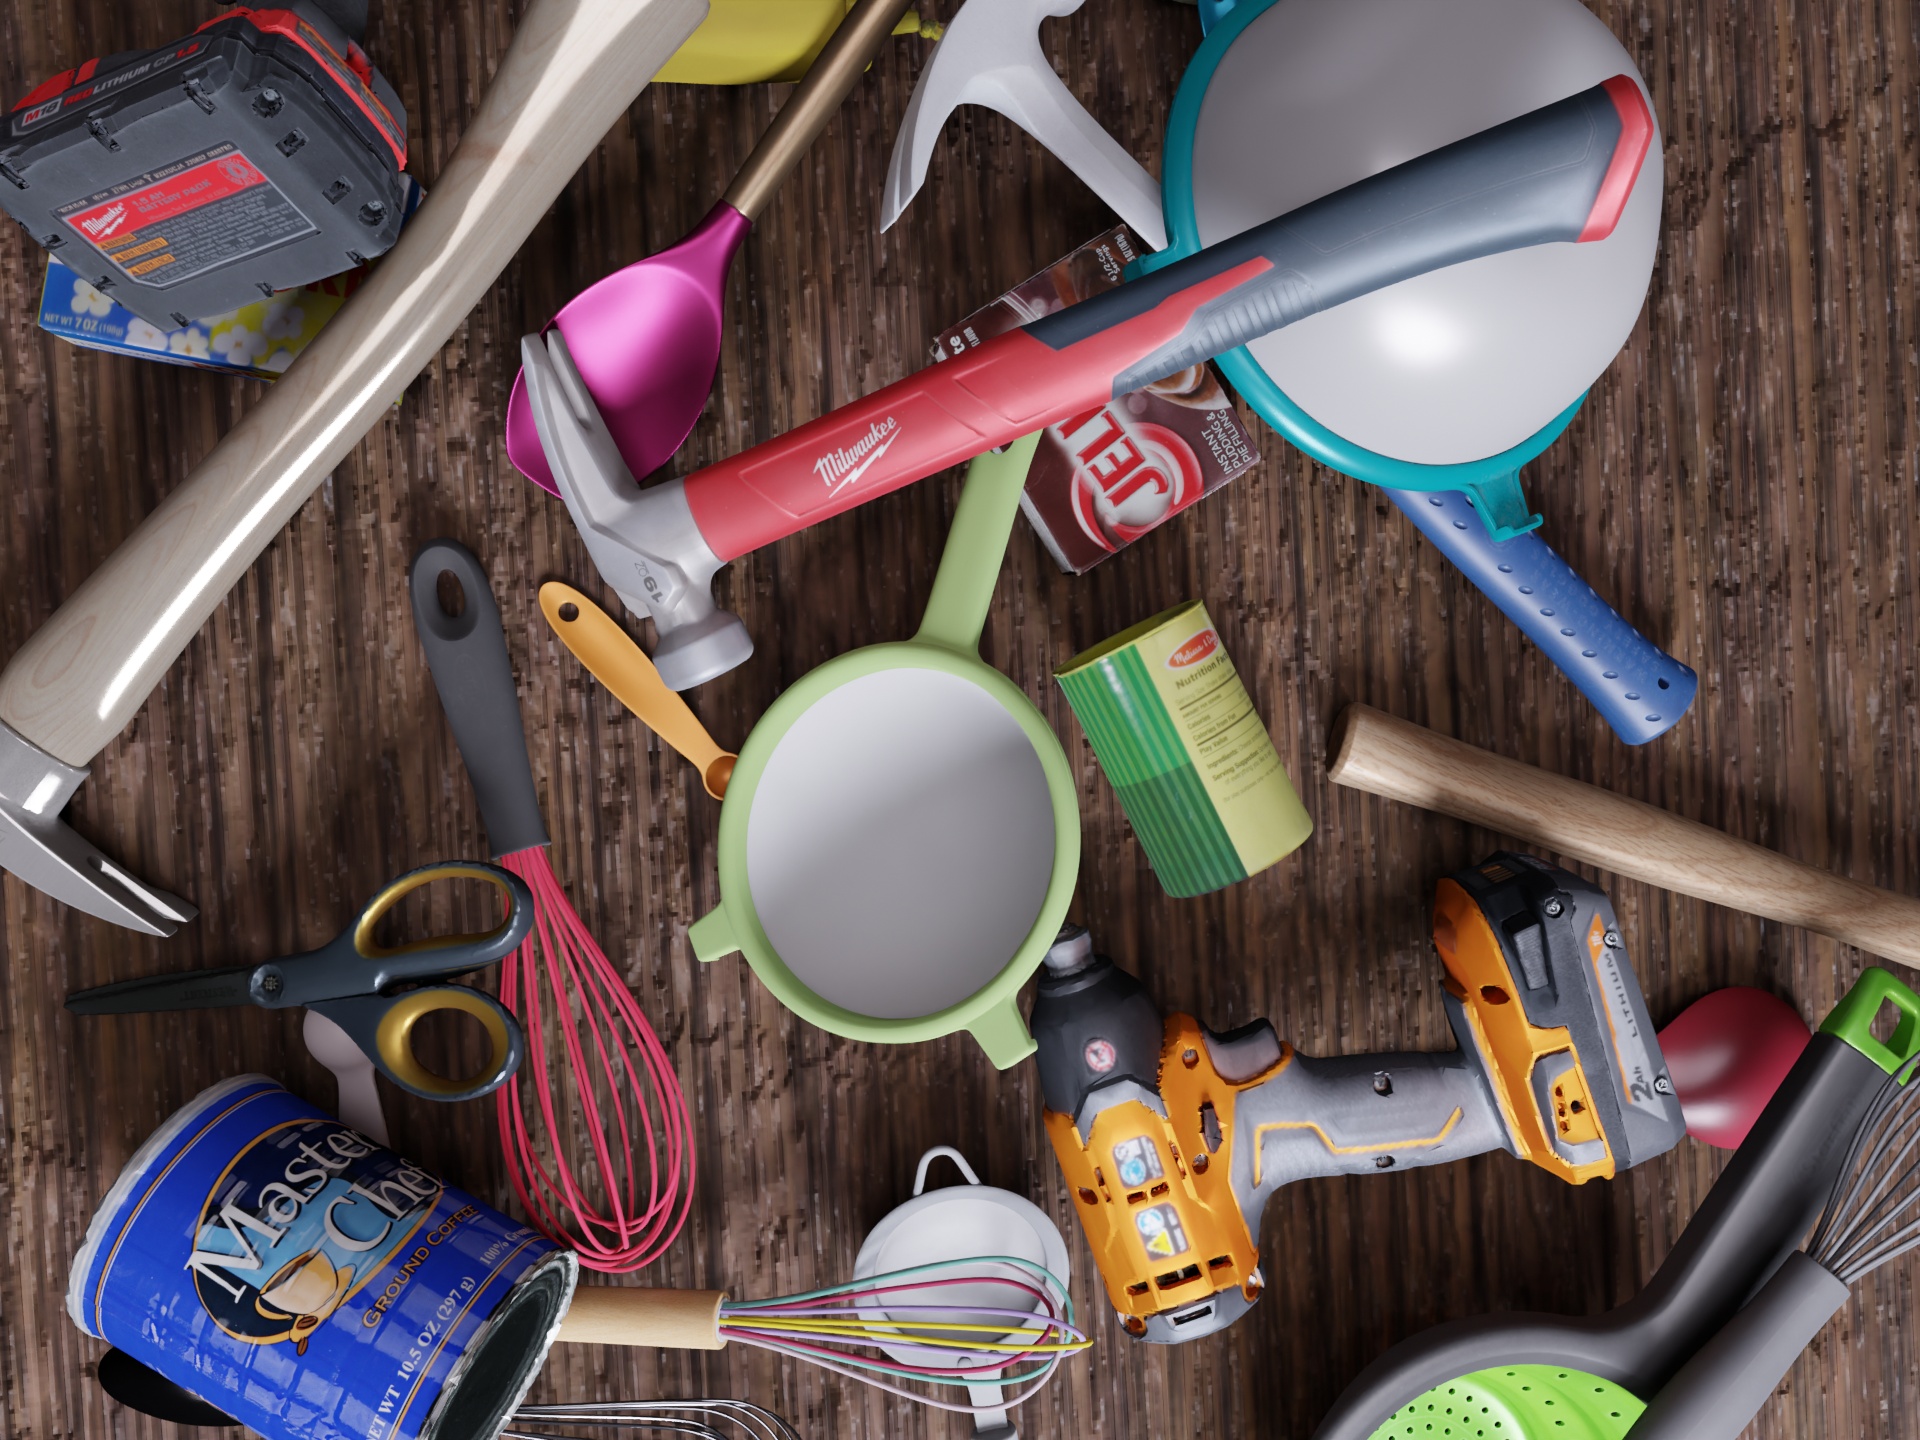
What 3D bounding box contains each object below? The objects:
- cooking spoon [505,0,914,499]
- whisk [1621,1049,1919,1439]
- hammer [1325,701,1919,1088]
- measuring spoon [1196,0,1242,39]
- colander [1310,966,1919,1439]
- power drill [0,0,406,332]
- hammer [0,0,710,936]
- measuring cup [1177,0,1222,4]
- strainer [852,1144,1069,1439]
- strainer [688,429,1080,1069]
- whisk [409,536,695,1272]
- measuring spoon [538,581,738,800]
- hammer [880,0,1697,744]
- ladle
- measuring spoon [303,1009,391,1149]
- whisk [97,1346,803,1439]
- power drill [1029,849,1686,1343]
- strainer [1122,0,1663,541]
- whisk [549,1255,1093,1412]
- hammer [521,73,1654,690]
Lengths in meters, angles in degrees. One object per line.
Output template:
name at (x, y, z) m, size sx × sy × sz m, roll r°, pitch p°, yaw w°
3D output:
cooking spoon at (-0.070, -0.217, 0.610) m, size 0.068 × 0.017 × 0.319 m, roll 34°, pitch 101°, yaw -25°
whisk at (0.320, 0.206, 0.588) m, size 0.055 × 0.055 × 0.239 m, roll 43°, pitch 88°, yaw -5°
hammer at (0.313, 0.062, 0.673) m, size 0.331 × 0.031 × 0.130 m, roll 18°, pitch 74°, yaw -3°
measuring spoon at (0.116, -0.245, 0.649) m, size 0.042 × 0.021 × 0.128 m, roll -16°, pitch 106°, yaw 3°
colander at (0.254, 0.264, 0.649) m, size 0.204 × 0.094 × 0.397 m, roll 37°, pitch 85°, yaw -6°
power drill at (-0.250, -0.250, 0.552) m, size 0.143 × 0.078 × 0.220 m, roll -12°, pitch 59°, yaw 18°
hammer at (-0.229, -0.106, 0.583) m, size 0.146 × 0.038 × 0.410 m, roll 41°, pitch 96°, yaw -12°
measuring cup at (0.110, -0.375, 0.650) m, size 0.083 × 0.038 × 0.167 m, roll 15°, pitch 88°, yaw -6°
strainer at (0.011, 0.286, 0.650) m, size 0.087 × 0.050 × 0.258 m, roll -10°, pitch 98°, yaw -3°
strainer at (-0.001, -0.002, 0.624) m, size 0.151 × 0.069 × 0.256 m, roll 14°, pitch 86°, yaw 26°
whisk at (-0.167, 0.070, 0.620) m, size 0.073 × 0.073 × 0.296 m, roll -16°, pitch 86°, yaw -6°
measuring spoon at (-0.129, -0.012, 0.645) m, size 0.021 × 0.011 × 0.117 m, roll -44°, pitch 92°, yaw -12°
hammer at (0.144, -0.127, 0.630) m, size 0.405 × 0.035 × 0.144 m, roll 40°, pitch 71°, yaw -13°
ladle at (0.221, 0.159, 0.678) m, size 0.315 × 0.031 × 0.069 m, roll -4°, pitch 86°, yaw -4°
measuring spoon at (-0.238, 0.168, 0.631) m, size 0.034 × 0.018 × 0.124 m, roll -7°, pitch 93°, yaw -6°
whisk at (-0.195, 0.279, 0.623) m, size 0.284 × 0.070 × 0.070 m, roll 13°, pitch 90°, yaw -1°
power drill at (0.142, 0.129, 0.620) m, size 0.226 × 0.084 × 0.164 m, roll -20°, pitch 95°, yaw 3°
strainer at (0.212, -0.254, 0.602) m, size 0.211 × 0.095 × 0.340 m, roll 28°, pitch 75°, yaw -17°
whisk at (-0.071, 0.230, 0.609) m, size 0.245 × 0.047 × 0.051 m, roll -2°, pitch 104°, yaw 12°
hammer at (0.032, -0.138, 0.547) m, size 0.386 × 0.038 × 0.143 m, roll -20°, pitch 104°, yaw 18°
